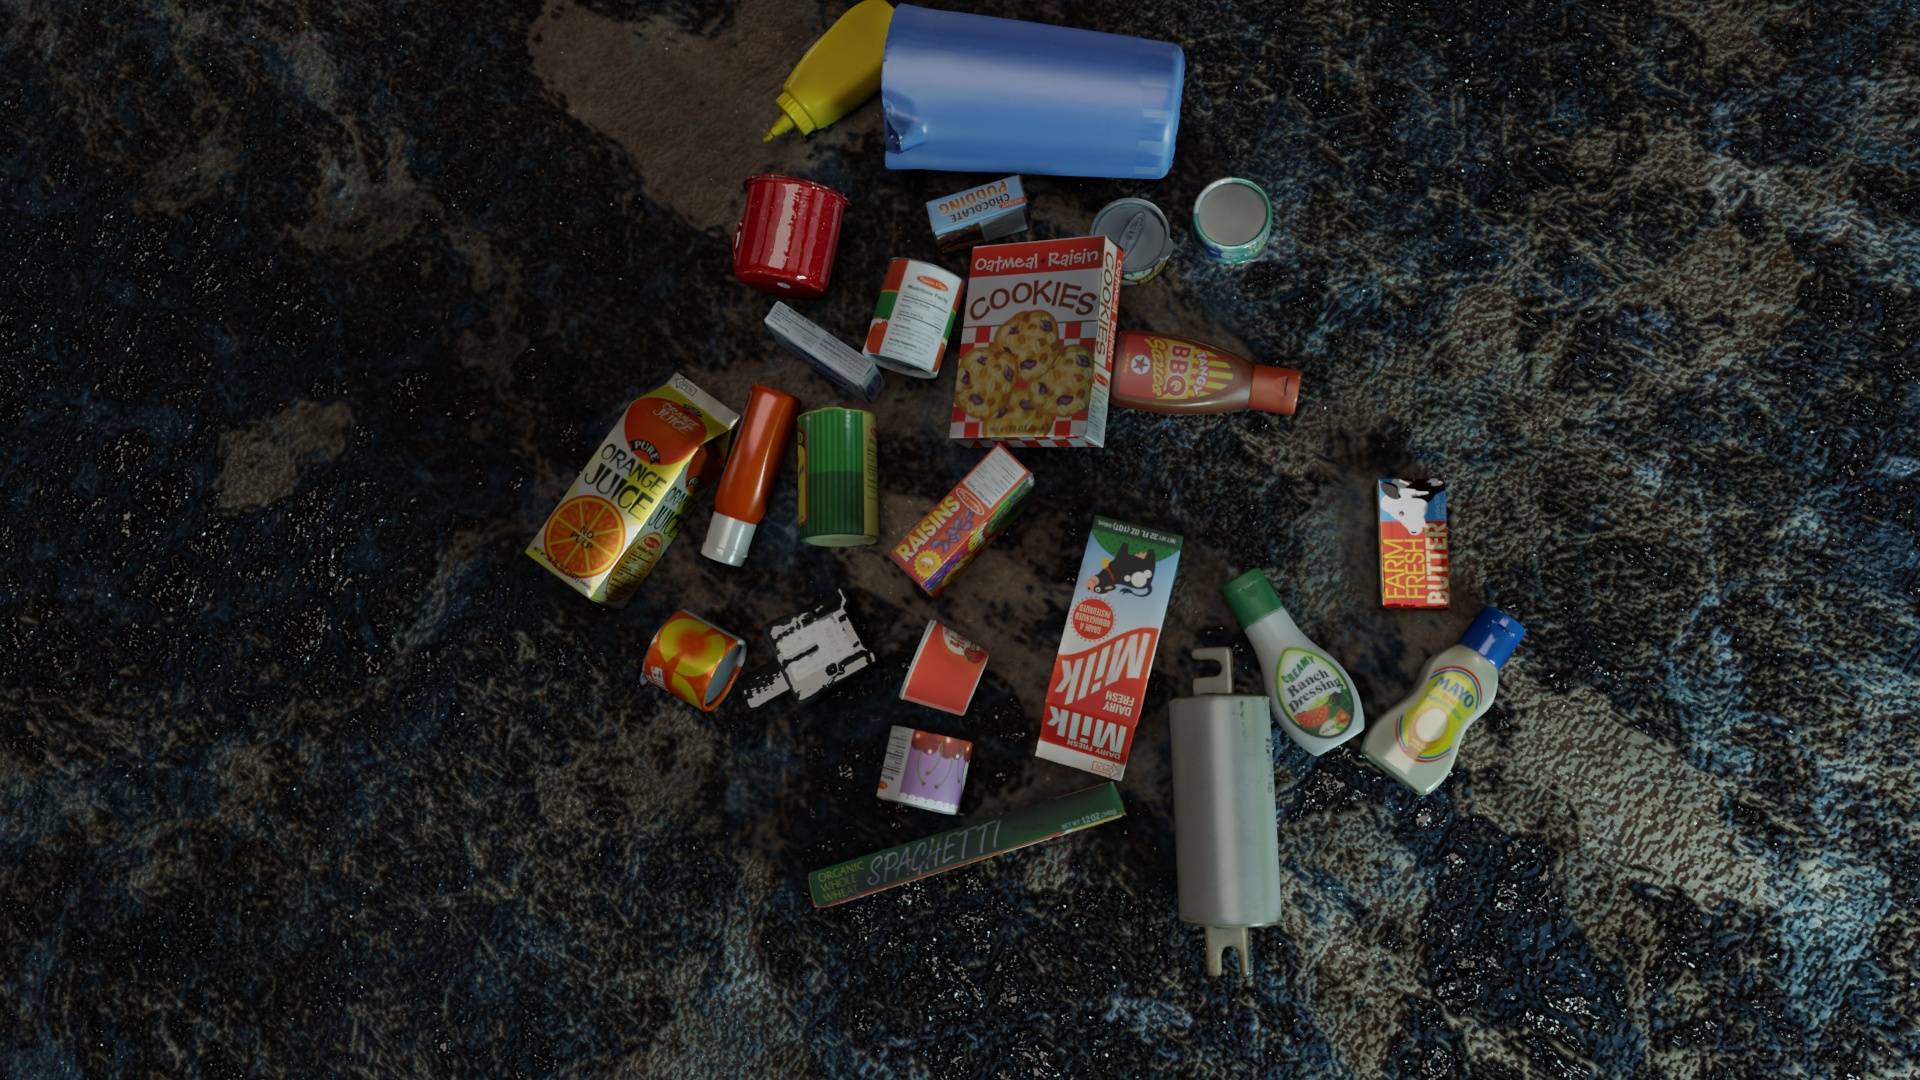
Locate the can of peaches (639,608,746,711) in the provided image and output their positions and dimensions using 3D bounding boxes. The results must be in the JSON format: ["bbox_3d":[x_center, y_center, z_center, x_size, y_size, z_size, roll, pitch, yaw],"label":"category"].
[{"bbox_3d":[-0.215,0.099,1.121,0.058,0.071,0.071,26,84,11],"label":"can of peaches"}]

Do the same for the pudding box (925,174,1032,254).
[{"bbox_3d":[0.016,-0.274,1.172,0.084,0.049,0.030,-16,76,4],"label":"pudding box"}]

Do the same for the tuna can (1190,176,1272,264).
[{"bbox_3d":[0.226,-0.264,1.150,0.071,0.033,0.071,-1,79,8],"label":"tuna can"}]

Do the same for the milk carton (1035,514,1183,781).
[{"bbox_3d":[0.116,0.084,1.077,0.072,0.073,0.191,15,82,10],"label":"milk carton"}]

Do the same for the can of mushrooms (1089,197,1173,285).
[{"bbox_3d":[0.143,-0.247,1.158,0.071,0.033,0.071,-1,78,7],"label":"can of mushrooms"}]

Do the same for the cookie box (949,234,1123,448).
[{"bbox_3d":[0.062,-0.160,1.130,0.123,0.040,0.167,1,79,29],"label":"cookie box"}]

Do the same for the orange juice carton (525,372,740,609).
[{"bbox_3d":[-0.264,-0.044,1.153,0.072,0.073,0.193,33,85,12],"label":"orange juice carton"}]

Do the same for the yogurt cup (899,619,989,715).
[{"bbox_3d":[-0.012,0.103,1.096,0.054,0.072,0.072,23,83,3],"label":"yogurt cup"}]

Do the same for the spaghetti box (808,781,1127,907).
[{"bbox_3d":[0.005,0.236,1.075,0.250,0.050,0.029,-18,76,4],"label":"spaghetti box"}]

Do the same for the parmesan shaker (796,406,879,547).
[{"bbox_3d":[-0.101,-0.050,1.133,0.071,0.071,0.103,-3,79,7],"label":"parmesan shaker"}]

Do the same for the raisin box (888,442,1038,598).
[{"bbox_3d":[0.004,-0.014,1.105,0.040,0.086,0.123,44,88,11],"label":"raisin box"}]

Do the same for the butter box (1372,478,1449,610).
[{"bbox_3d":[0.353,0.003,1.087,0.053,0.024,0.103,-1,79,8],"label":"butter box"}]

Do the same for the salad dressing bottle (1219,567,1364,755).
[{"bbox_3d":[0.253,0.092,1.073,0.064,0.044,0.148,-30,77,0],"label":"salad dressing bottle"}]

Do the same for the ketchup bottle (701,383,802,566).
[{"bbox_3d":[-0.174,-0.054,1.150,0.043,0.065,0.148,18,91,0],"label":"ketchup bottle"}]

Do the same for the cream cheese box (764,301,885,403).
[{"bbox_3d":[-0.114,-0.157,1.164,0.104,0.053,0.024,34,84,12],"label":"cream cheese box"}]

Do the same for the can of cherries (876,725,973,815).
[{"bbox_3d":[-0.025,0.179,1.083,0.071,0.071,0.058,10,80,9],"label":"can of cherries"}]

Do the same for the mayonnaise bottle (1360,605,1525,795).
[{"bbox_3d":[0.370,0.118,1.053,0.065,0.041,0.148,36,86,14],"label":"mayonnaise bottle"}]

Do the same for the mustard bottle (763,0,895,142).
[{"bbox_3d":[-0.113,-0.402,1.214,0.160,0.048,0.065,-41,77,-1],"label":"mustard bottle"}]

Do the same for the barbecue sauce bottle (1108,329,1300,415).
[{"bbox_3d":[0.197,-0.130,1.123,0.148,0.043,0.065,10,83,9],"label":"barbecue sauce bottle"}]

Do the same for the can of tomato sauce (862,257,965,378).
[{"bbox_3d":[-0.039,-0.183,1.153,0.071,0.071,0.083,16,86,10],"label":"can of tomato sauce"}]
